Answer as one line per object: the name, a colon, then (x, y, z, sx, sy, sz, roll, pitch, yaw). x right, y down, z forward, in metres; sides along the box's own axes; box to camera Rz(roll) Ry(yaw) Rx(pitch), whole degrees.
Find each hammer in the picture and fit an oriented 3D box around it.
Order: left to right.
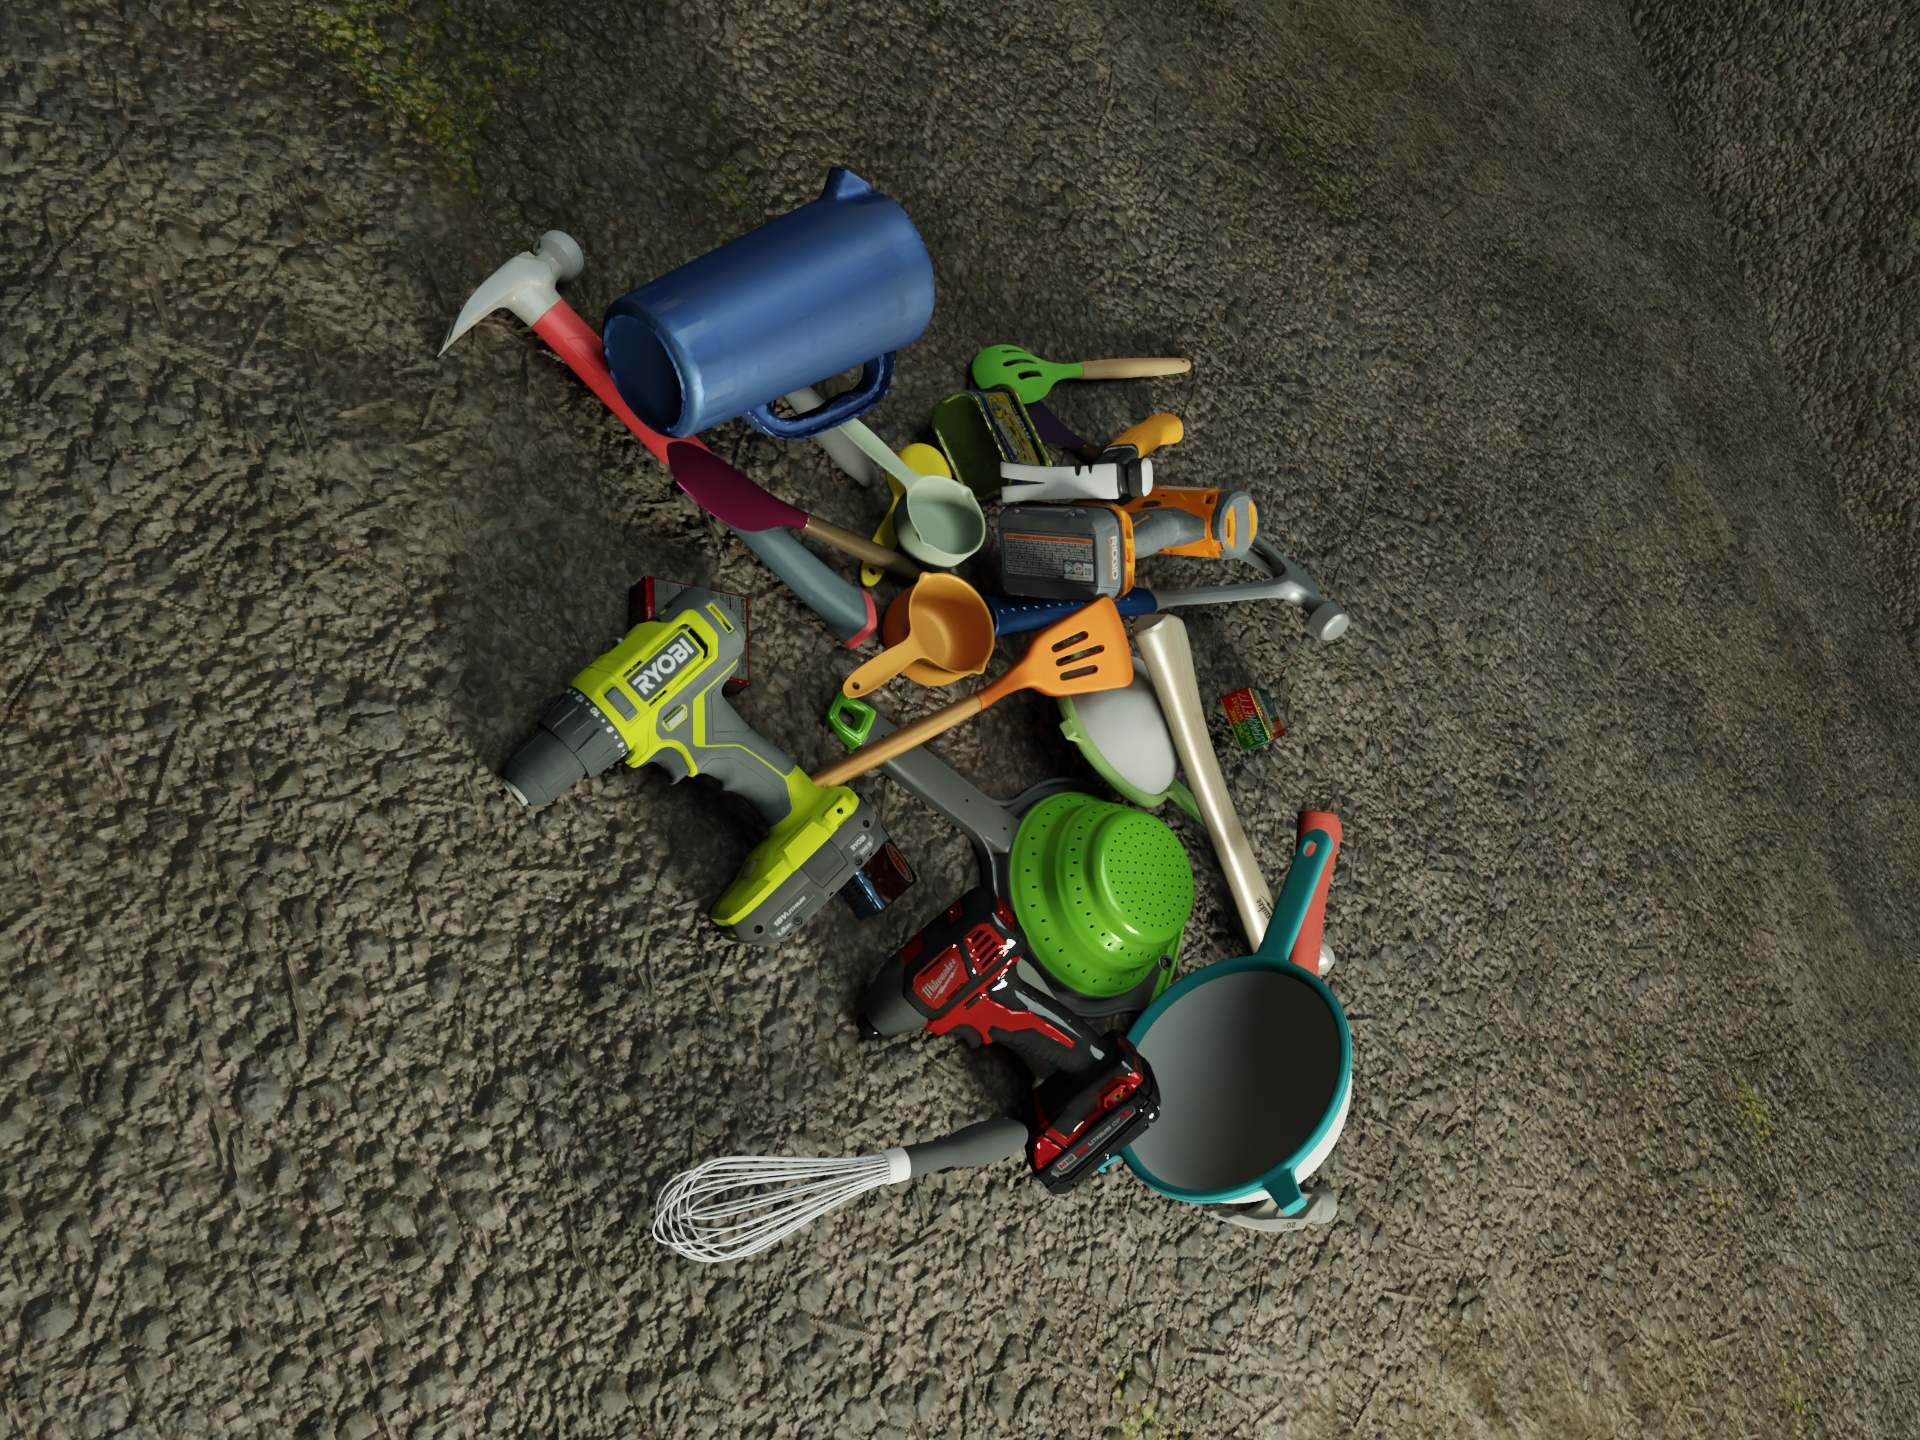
hammer: (-0.214, -0.189, 1.213, 0.386, 0.038, 0.143, 46, 52, -16)
hammer: (0.142, -0.244, 1.447, 0.337, 0.127, 0.034, -43, 131, -64)
hammer: (0.180, -0.115, 1.479, 0.405, 0.035, 0.144, -8, 47, -35)
hammer: (0.223, 0.097, 1.368, 0.146, 0.038, 0.410, -43, 120, -38)
hammer: (0.286, 0.256, 1.379, 0.149, 0.037, 0.359, 14, 80, -39)

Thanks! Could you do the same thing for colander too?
colander: (0.065, 0.091, 1.288, 0.396, 0.094, 0.205, 38, 53, -22)

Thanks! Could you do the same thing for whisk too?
whisk: (-0.147, -0.283, 1.303, 0.238, 0.055, 0.055, 49, 50, -19)
whisk: (-0.075, 0.312, 1.088, 0.284, 0.070, 0.070, -5, 76, -31)

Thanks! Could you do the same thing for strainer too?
strainer: (0.190, 0.029, 1.398, 0.256, 0.069, 0.152, 42, 28, -19)
strainer: (0.256, 0.251, 1.299, 0.095, 0.211, 0.340, 49, 56, -34)

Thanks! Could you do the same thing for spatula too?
spatula: (-0.002, -0.004, 1.242, 0.322, 0.041, 0.081, -28, 112, -27)
spatula: (0.135, -0.255, 1.534, 0.315, 0.018, 0.060, 25, 53, -28)

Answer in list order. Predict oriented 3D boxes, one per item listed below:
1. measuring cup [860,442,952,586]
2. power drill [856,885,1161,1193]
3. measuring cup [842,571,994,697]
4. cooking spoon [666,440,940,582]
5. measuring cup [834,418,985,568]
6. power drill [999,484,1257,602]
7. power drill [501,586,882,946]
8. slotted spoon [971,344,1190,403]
measuring cup: (-0.048, -0.174, 1.345, 0.062, 0.029, 0.157, 38, 52, -22)
power drill: (0.034, 0.240, 1.186, 0.219, 0.143, 0.079, 47, 9, -15)
measuring cup: (-0.047, -0.053, 1.285, 0.173, 0.052, 0.095, -36, 96, -40)
cooking spoon: (-0.107, -0.149, 1.246, 0.318, 0.017, 0.069, 20, 43, -49)
measuring cup: (-0.053, -0.193, 1.317, 0.167, 0.038, 0.083, 43, 50, -7)
power drill: (0.134, -0.164, 1.401, 0.226, 0.164, 0.084, -20, 112, -45)
power drill: (-0.183, 0.047, 1.105, 0.190, 0.080, 0.228, -44, 103, -20)
slotted spoon: (0.130, -0.344, 1.553, 0.313, 0.031, 0.070, -15, 65, -45)
